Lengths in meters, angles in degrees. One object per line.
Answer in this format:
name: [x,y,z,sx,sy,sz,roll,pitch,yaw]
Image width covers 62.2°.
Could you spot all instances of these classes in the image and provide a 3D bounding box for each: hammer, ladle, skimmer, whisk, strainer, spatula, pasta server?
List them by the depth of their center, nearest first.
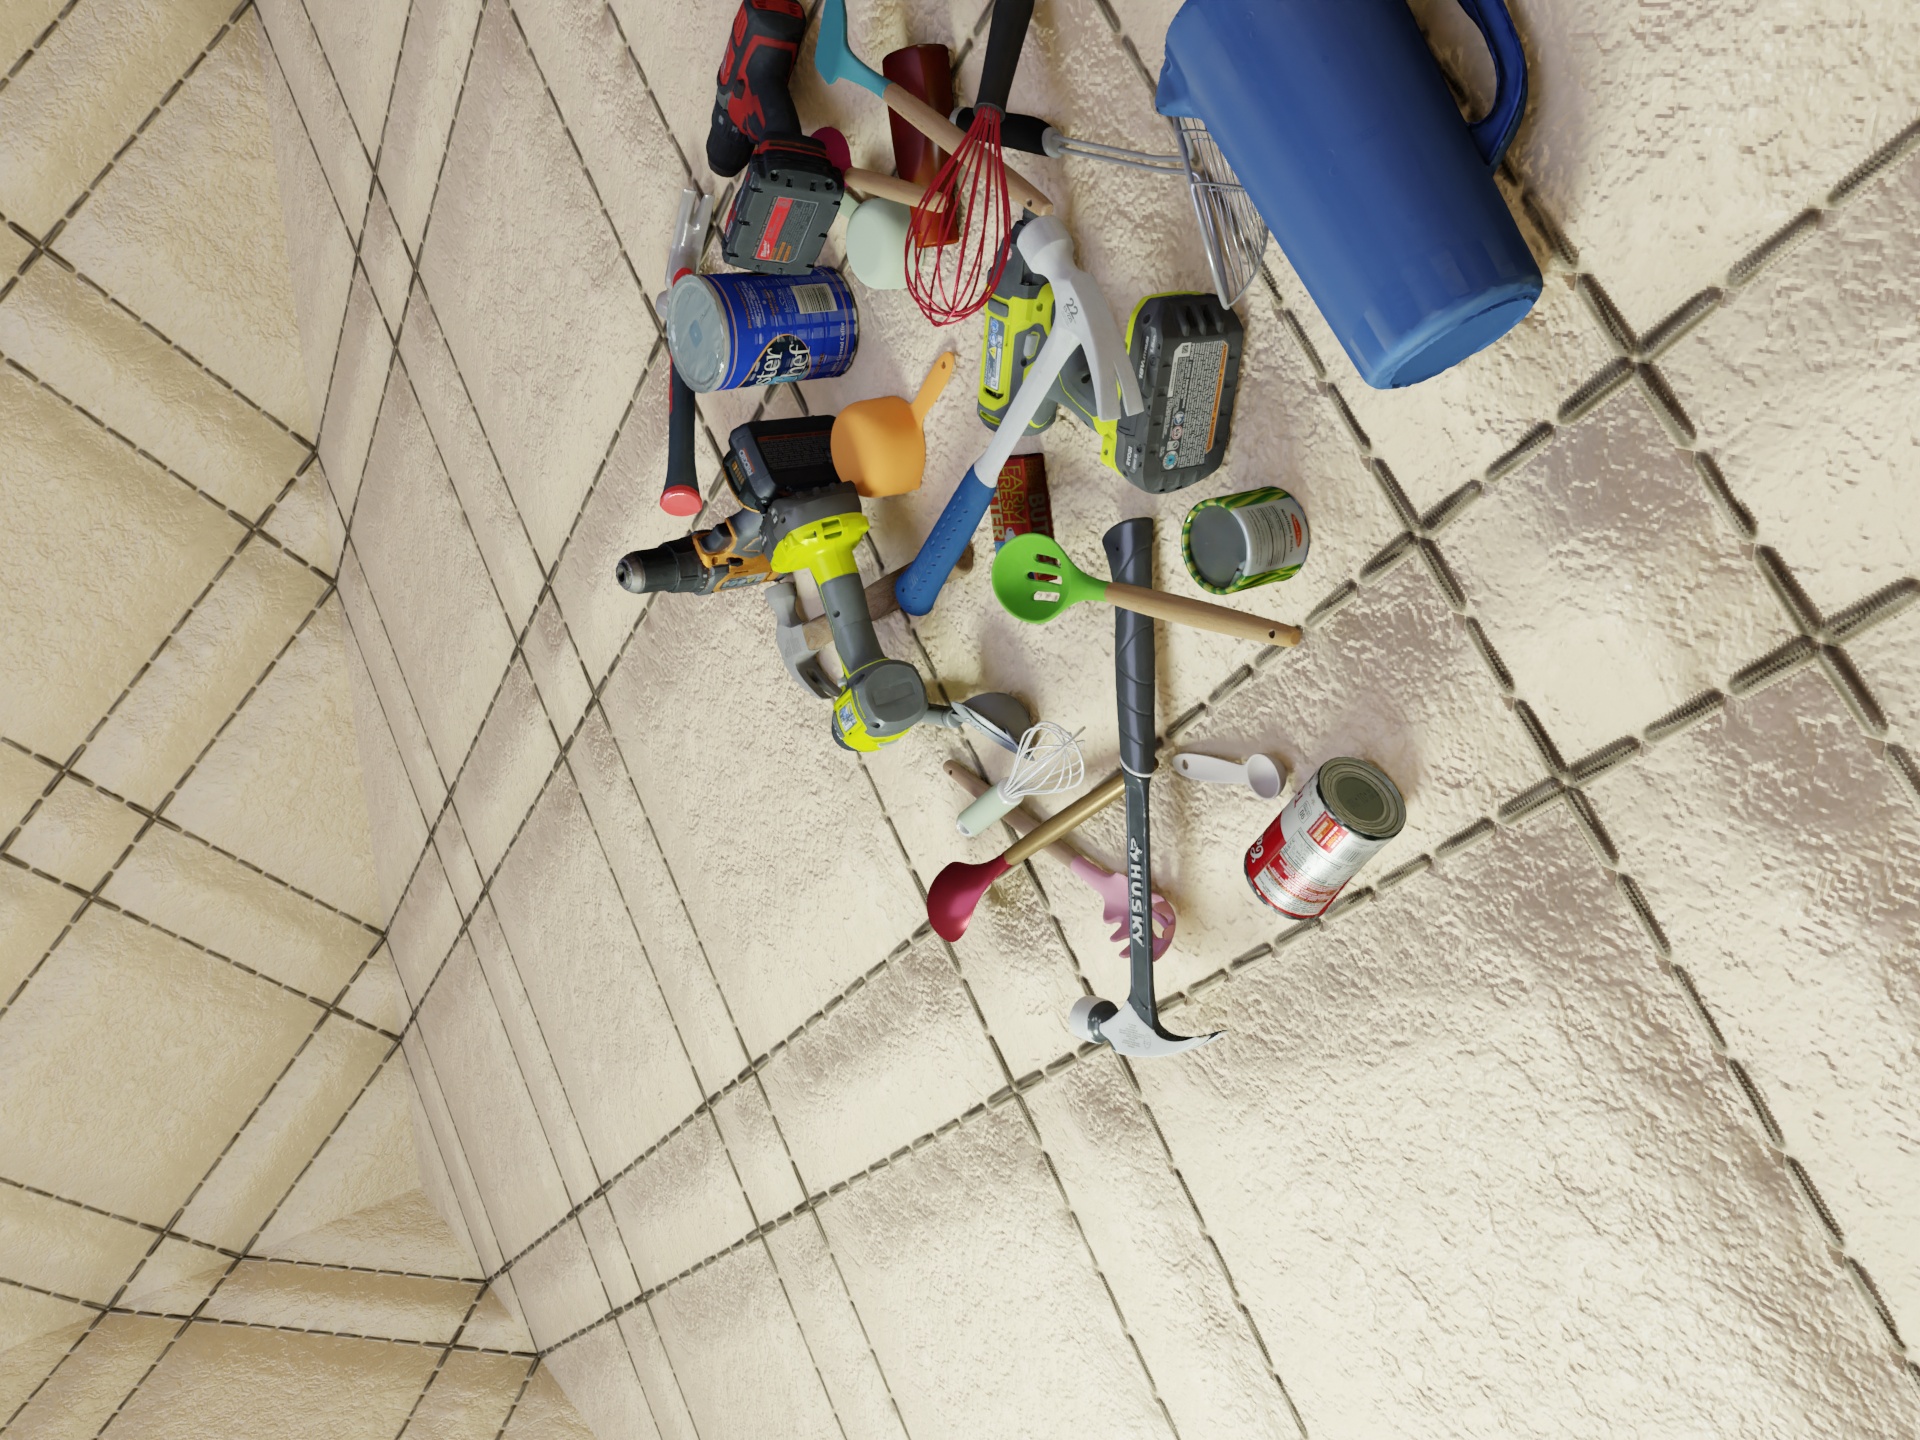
skimmer: [0.081,-0.377,1.102,0.364,0.090,0.127,35,160,46]
whisk: [0.016,-0.410,1.117,0.073,0.073,0.296,-9,64,55]
hammer: [0.135,0.053,1.194,0.149,0.036,0.409,5,98,55]
hammer: [0.024,-0.187,1.197,0.144,0.035,0.405,65,153,16]
spatula: [-0.029,-0.466,1.204,0.318,0.044,0.082,46,137,27]
whisk: [0.045,0.054,1.302,0.058,0.059,0.246,48,153,1]
ladle: [0.059,0.105,1.327,0.315,0.031,0.069,-39,52,42]
pasta server: [0.076,0.108,1.344,0.316,0.040,0.060,36,118,44]
strainer: [-0.002,-0.004,1.407,0.086,0.050,0.258,39,165,-28]
hammer: [-0.258,-0.340,1.492,0.143,0.038,0.387,115,155,-43]
hammer: [-0.087,-0.105,1.493,0.331,0.031,0.130,-21,86,55]

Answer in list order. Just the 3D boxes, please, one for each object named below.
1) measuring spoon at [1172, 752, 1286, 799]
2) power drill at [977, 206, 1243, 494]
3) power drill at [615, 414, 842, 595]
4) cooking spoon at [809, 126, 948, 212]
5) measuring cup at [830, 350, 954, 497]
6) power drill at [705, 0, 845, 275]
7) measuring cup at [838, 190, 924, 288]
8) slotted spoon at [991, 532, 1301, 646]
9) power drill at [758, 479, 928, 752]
measuring spoon: [0.198,0.035,1.170,0.124,0.018,0.034,8,111,60]
power drill: [0.095,-0.267,1.141,0.223,0.080,0.171,38,132,45]
power drill: [-0.214,-0.191,1.507,0.226,0.185,0.084,-42,68,49]
cooking spoon: [-0.080,-0.444,1.305,0.319,0.017,0.068,43,120,55]
measuring cup: [-0.060,-0.260,1.376,0.095,0.052,0.173,63,146,16]
power drill: [-0.176,-0.497,1.396,0.187,0.080,0.227,128,137,-53]
measuring cup: [-0.093,-0.430,1.369,0.168,0.038,0.083,45,136,34]
slotted spoon: [0.125,-0.085,1.137,0.314,0.031,0.070,21,110,53]
power drill: [-0.106,-0.081,1.422,0.190,0.080,0.228,147,105,-72]
